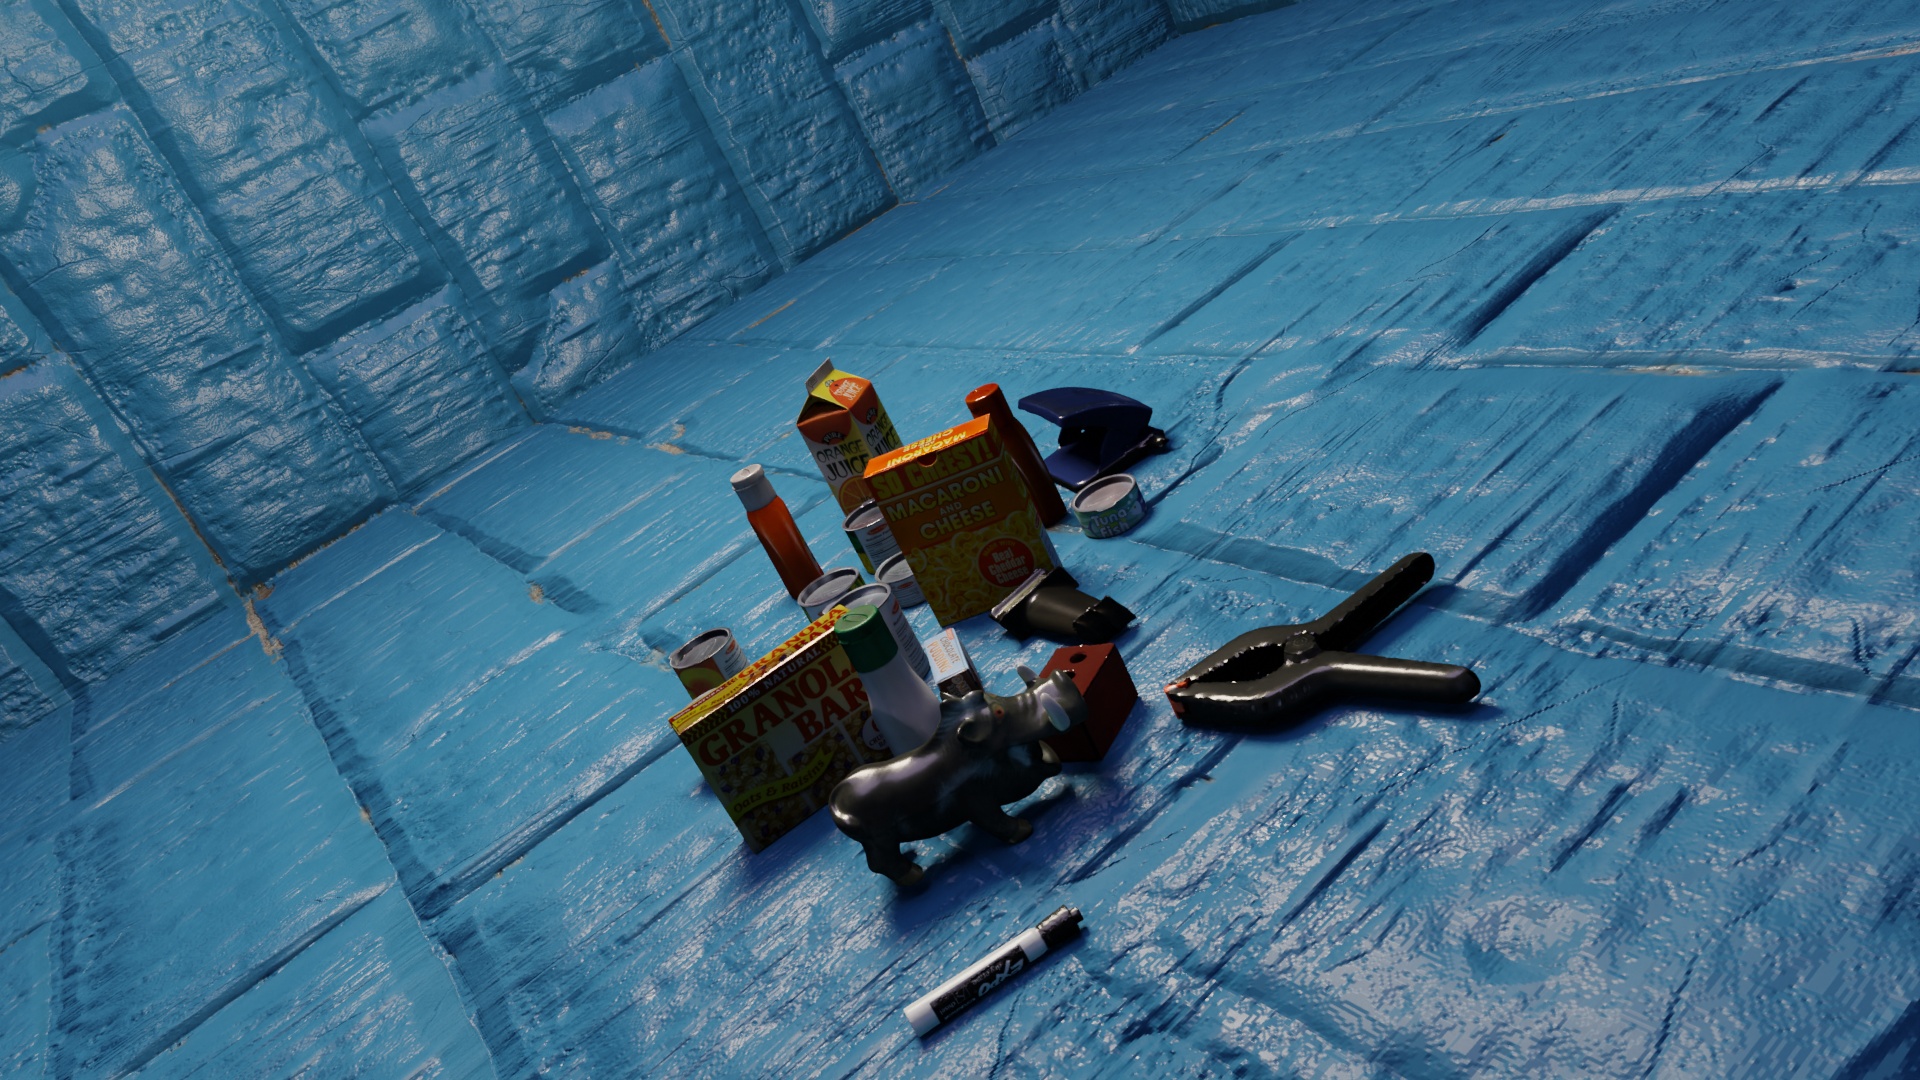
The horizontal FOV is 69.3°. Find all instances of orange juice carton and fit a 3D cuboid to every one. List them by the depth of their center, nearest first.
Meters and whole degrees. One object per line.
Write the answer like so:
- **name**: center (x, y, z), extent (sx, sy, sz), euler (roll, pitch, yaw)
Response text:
- **orange juice carton**: center (-0.117, -0.107, 1.549), extent (0.073, 0.192, 0.072), euler (-14, 25, 28)

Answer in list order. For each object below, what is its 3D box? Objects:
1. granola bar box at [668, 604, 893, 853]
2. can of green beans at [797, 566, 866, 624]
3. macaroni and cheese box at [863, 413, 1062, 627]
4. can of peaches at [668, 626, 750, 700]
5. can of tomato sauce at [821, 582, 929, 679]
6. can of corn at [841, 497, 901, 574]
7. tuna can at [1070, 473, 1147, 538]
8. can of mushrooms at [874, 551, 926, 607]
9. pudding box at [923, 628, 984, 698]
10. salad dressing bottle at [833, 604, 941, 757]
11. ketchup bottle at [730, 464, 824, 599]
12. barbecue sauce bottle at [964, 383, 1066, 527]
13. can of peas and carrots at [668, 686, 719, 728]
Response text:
- **granola bar box**: center (-0.128, 0.147, 1.100), extent (0.166, 0.124, 0.039), euler (-34, 23, -17)
- **can of green beans**: center (-0.115, 0.067, 1.346), extent (0.071, 0.057, 0.071), euler (-23, 23, 10)
- **macaroni and cheese box**: center (0.004, -0.016, 1.254), extent (0.123, 0.166, 0.040), euler (-21, 23, 15)
- **can of peaches**: center (-0.241, 0.127, 1.353), extent (0.071, 0.058, 0.071), euler (-23, 23, 10)
- **can of tomato sauce**: center (-0.075, 0.090, 1.221), extent (0.071, 0.083, 0.071), euler (-23, 23, 10)
- **can of corn**: center (-0.083, -0.007, 1.470), extent (0.071, 0.058, 0.071), euler (-23, 23, 10)
- **tuna can**: center (0.141, -0.031, 1.314), extent (0.071, 0.032, 0.071), euler (-22, 23, 10)
- **can of mushrooms**: center (-0.047, 0.034, 1.375), extent (0.071, 0.033, 0.071), euler (-22, 23, 10)
- **pudding box**: center (-0.003, 0.112, 1.138), extent (0.030, 0.049, 0.084), euler (-26, 22, 1)
- **salad dressing bottle**: center (-0.047, 0.117, 1.047), extent (0.064, 0.147, 0.044), euler (0, 35, 48)
- **ketchup bottle**: center (-0.195, -0.010, 1.480), extent (0.043, 0.148, 0.065), euler (-31, 23, -10)
- **barbecue sauce bottle**: center (0.051, -0.084, 1.373), extent (0.044, 0.148, 0.065), euler (-38, 25, -26)
- **can of peas and carrots**: center (-0.212, 0.171, 1.224), extent (0.071, 0.058, 0.071), euler (-23, 23, 10)
